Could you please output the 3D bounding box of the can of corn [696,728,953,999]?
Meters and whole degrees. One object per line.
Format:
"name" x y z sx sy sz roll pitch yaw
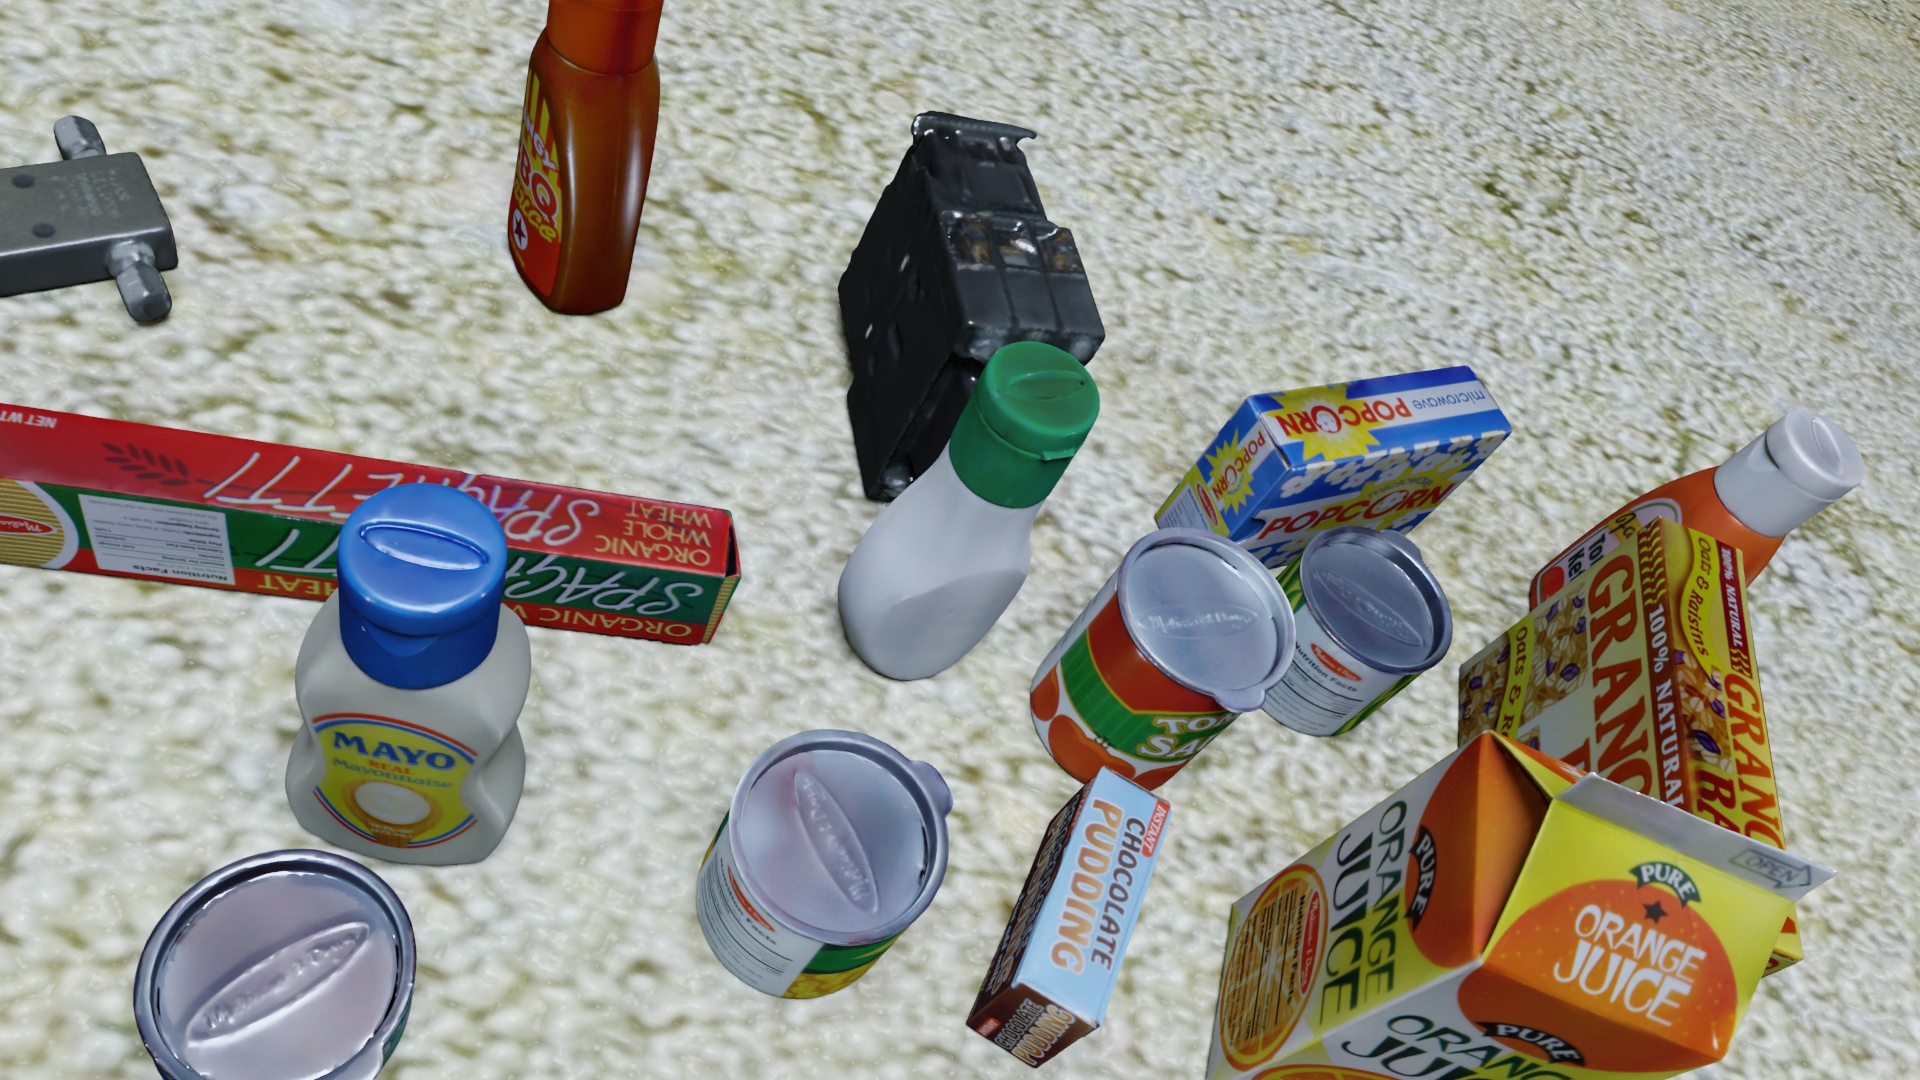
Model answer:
"can of corn" -0.042 0.099 0.427 0.071 0.058 0.071 11 54 -16

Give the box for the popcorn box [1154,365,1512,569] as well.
"popcorn box" 0.156 -0.028 0.582 0.127 0.084 0.038 -10 62 -28

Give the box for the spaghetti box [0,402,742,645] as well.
"spaghetti box" -0.197 -0.003 0.438 0.250 0.050 0.029 8 54 -18

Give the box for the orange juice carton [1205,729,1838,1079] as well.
"orange juice carton" 0.151 0.119 0.408 0.072 0.191 0.073 24 51 -6

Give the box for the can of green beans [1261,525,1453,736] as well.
"can of green beans" 0.150 0.037 0.552 0.071 0.057 0.071 11 54 -16

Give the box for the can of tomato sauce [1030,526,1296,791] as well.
"can of tomato sauce" 0.071 0.047 0.496 0.071 0.082 0.071 11 54 -16

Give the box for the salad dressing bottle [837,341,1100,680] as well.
"salad dressing bottle" 0.002 -0.006 0.462 0.064 0.147 0.044 -10 62 -28

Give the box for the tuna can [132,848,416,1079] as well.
"tuna can" -0.179 0.121 0.370 0.071 0.032 0.071 11 54 -16

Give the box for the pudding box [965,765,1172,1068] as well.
"pudding box" 0.037 0.121 0.450 0.030 0.049 0.084 30 51 -1

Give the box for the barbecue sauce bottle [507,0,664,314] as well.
"barbecue sauce bottle" -0.136 -0.153 0.506 0.044 0.147 0.065 -15 64 -30

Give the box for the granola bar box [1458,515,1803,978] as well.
"granola bar box" 0.235 0.091 0.508 0.039 0.123 0.166 23 51 -7

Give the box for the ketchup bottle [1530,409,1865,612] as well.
"ketchup bottle" 0.304 0.004 0.582 0.043 0.148 0.065 13 53 -15

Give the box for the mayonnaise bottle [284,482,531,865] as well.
"mayonnaise bottle" -0.145 0.041 0.367 0.065 0.147 0.041 15 53 -13
